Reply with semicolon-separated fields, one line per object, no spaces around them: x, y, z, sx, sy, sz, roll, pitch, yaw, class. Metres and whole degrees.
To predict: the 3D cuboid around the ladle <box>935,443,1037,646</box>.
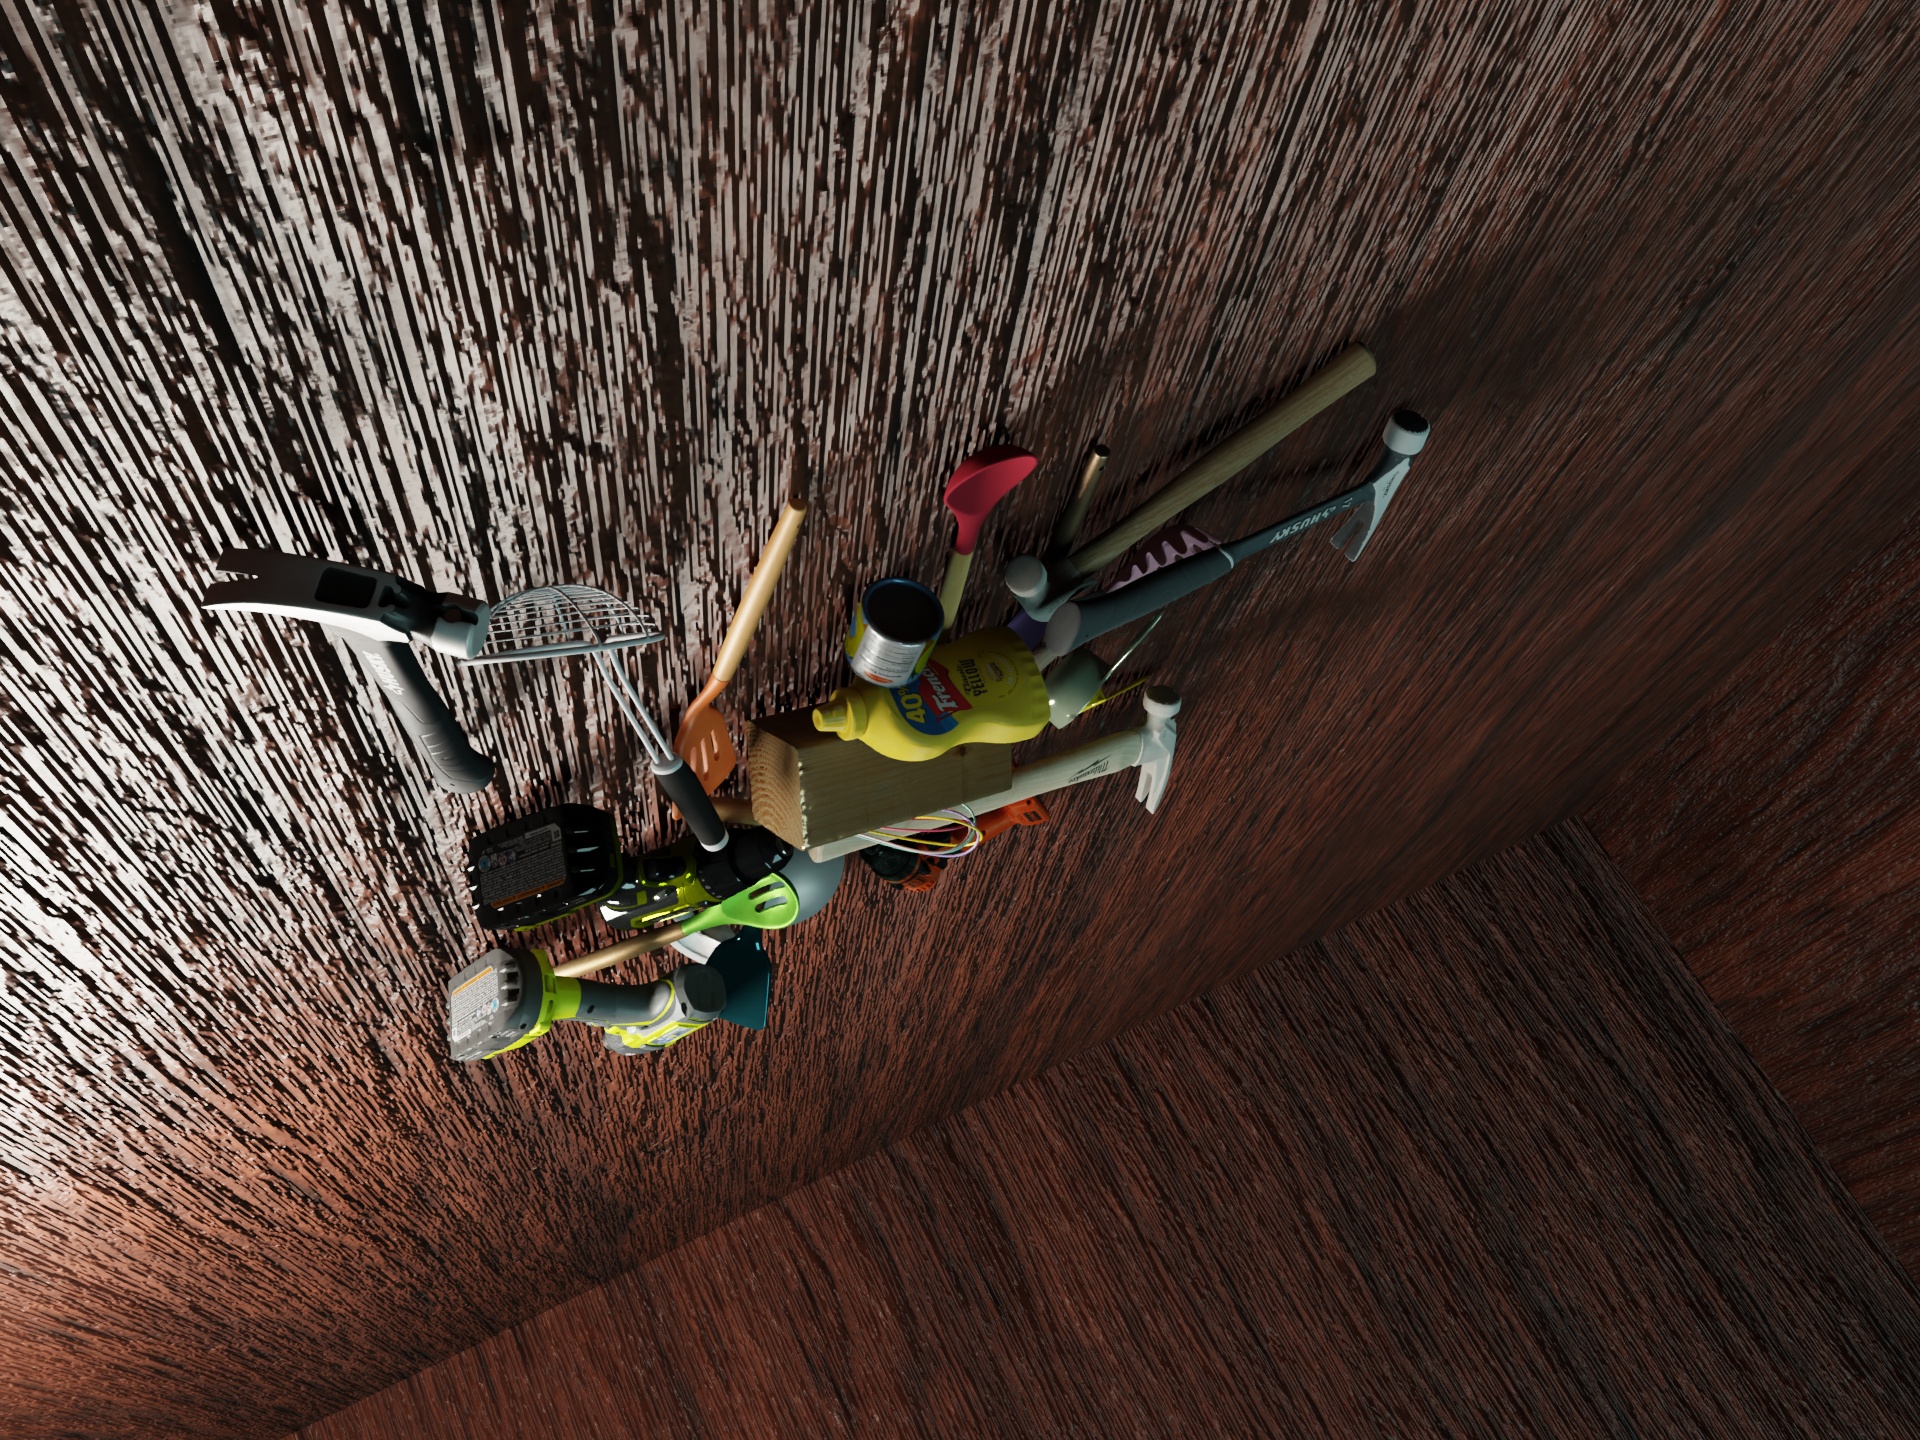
0.000;-0.118;1.216;0.069;0.031;0.315;-18;158;-19;ladle

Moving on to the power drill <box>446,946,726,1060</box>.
-0.356;0.274;1.491;0.223;0.080;0.171;13;146;-41;power drill

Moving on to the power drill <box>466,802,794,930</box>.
-0.265;0.121;1.301;0.190;0.080;0.228;-20;164;26;power drill

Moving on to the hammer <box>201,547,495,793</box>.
-0.337;-0.016;0.961;0.146;0.035;0.334;13;161;-3;hammer

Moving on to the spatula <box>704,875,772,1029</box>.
-0.189;0.167;1.479;0.044;0.082;0.317;-65;175;-49;spatula

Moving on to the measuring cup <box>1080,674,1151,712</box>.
0.140;-0.033;1.579;0.062;0.029;0.156;-28;177;42;measuring cup

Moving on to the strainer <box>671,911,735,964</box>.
-0.264;0.194;1.554;0.087;0.050;0.258;13;157;13;strainer

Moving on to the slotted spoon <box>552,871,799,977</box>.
-0.277;0.199;1.484;0.314;0.070;0.031;-22;-160;24;slotted spoon

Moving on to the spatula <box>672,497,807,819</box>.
-0.160;-0.044;1.162;0.081;0.041;0.322;-46;173;-43;spatula

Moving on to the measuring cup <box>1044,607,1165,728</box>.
0.124;-0.058;1.445;0.167;0.038;0.083;-48;-174;40;measuring cup

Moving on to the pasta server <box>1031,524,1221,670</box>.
0.104;-0.076;1.418;0.316;0.040;0.060;-42;157;32;pasta server

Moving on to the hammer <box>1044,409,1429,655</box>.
0.231;-0.140;1.328;0.409;0.036;0.149;-26;149;-30;hammer

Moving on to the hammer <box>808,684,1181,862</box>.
0.039;0.076;1.568;0.410;0.038;0.146;-15;130;-26;hammer

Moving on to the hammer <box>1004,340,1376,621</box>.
0.184;-0.186;1.251;0.331;0.031;0.130;-36;162;5;hammer

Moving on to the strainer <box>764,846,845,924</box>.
-0.125;0.134;1.555;0.256;0.069;0.151;-33;158;13;strainer

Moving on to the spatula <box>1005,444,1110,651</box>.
0.074;-0.124;1.303;0.060;0.018;0.315;-25;159;-24;spatula

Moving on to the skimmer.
-0.225;0.022;1.094;0.127;0.090;0.362;-7;146;8;skimmer

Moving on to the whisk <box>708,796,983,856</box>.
-0.102;0.084;1.366;0.245;0.051;0.047;5;179;7;whisk
